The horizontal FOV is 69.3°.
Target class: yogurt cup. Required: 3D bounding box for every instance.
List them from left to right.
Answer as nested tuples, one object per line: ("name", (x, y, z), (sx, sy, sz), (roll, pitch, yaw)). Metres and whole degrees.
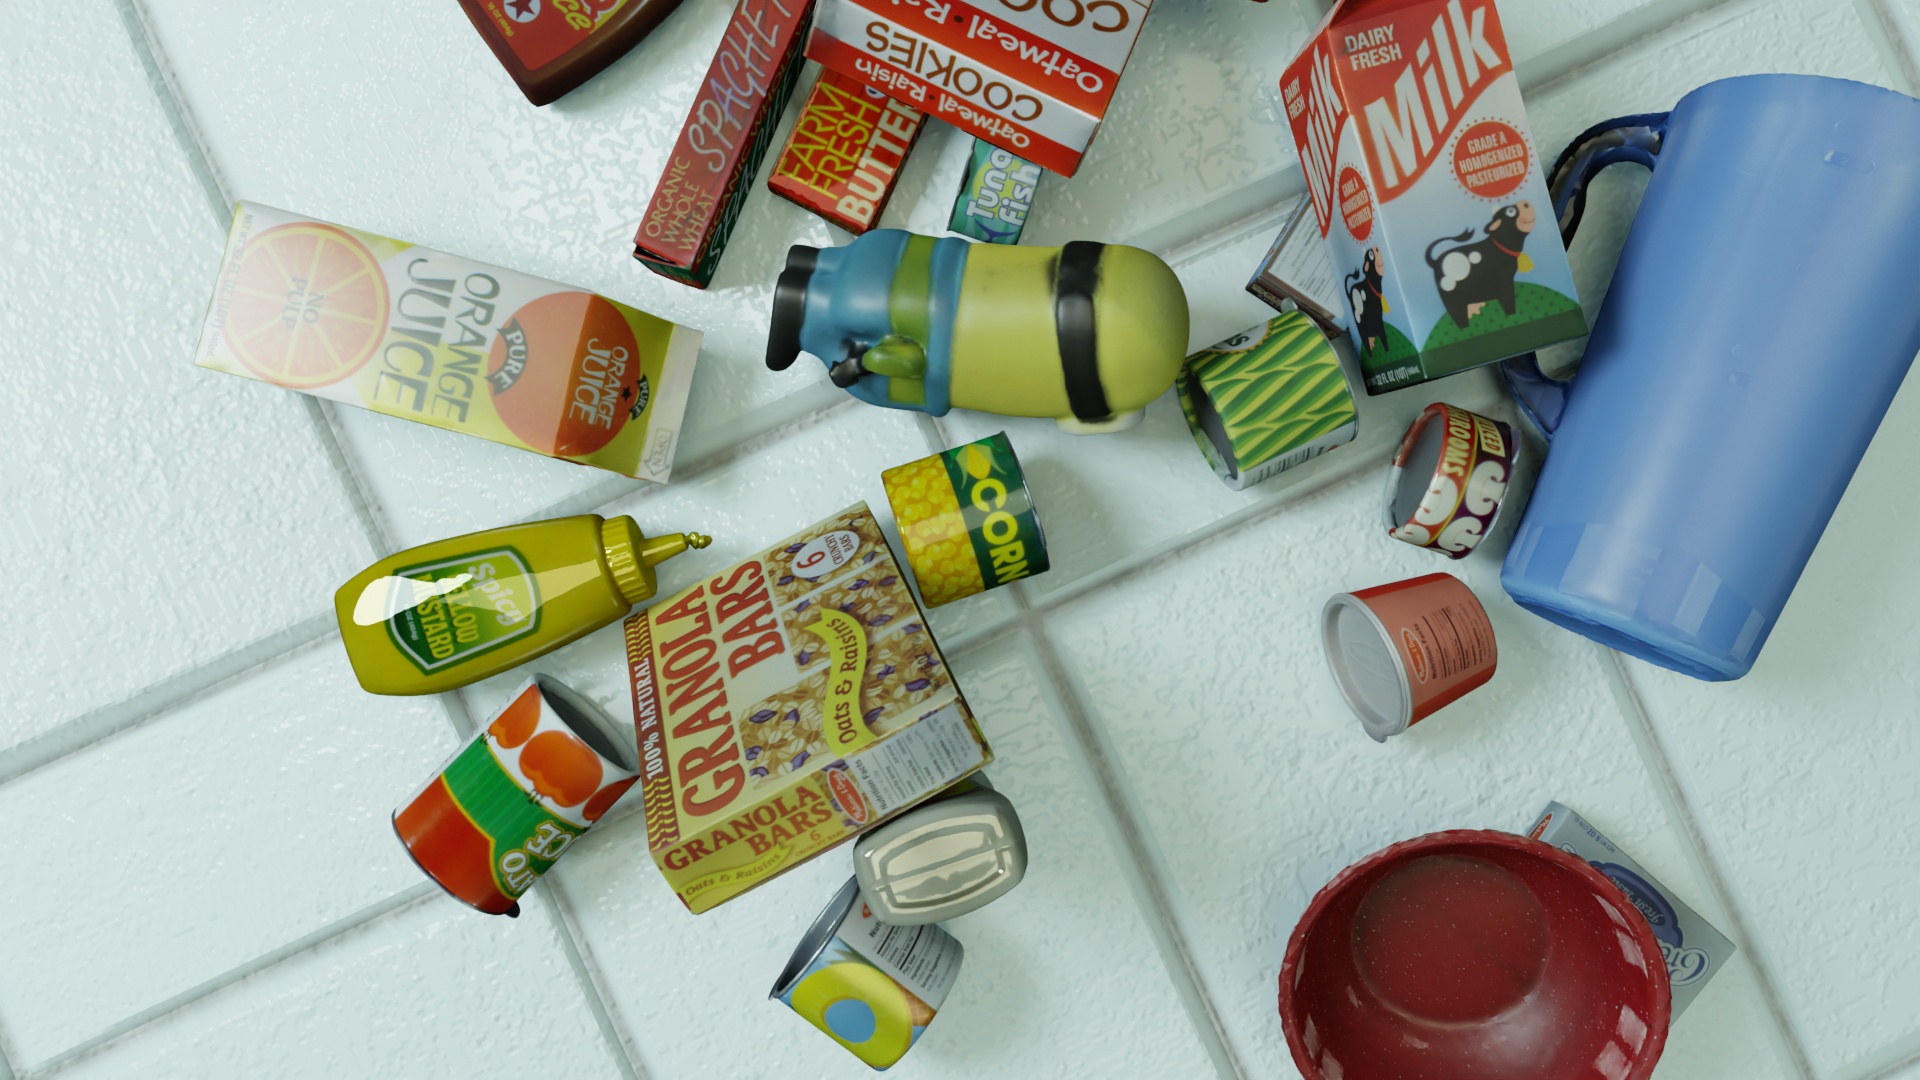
("yogurt cup", (0.204, 0.048, 0.629), (0.054, 0.072, 0.072), (-19, 91, -11))

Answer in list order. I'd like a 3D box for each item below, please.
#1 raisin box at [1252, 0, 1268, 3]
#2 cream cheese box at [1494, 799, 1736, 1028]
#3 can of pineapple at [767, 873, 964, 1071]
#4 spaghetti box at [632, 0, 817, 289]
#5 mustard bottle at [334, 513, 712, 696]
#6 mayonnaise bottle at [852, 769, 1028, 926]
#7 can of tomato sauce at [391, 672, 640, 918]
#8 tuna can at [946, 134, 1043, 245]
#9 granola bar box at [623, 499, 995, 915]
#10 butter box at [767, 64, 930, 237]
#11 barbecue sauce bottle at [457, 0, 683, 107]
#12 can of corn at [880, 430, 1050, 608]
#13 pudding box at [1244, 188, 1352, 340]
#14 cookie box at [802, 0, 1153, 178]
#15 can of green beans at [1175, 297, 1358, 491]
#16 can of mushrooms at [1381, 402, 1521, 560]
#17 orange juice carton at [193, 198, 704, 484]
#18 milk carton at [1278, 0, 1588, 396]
("raisin box", (0.079, -0.283, 0.585), (0.123, 0.040, 0.086), (9, 61, -13))
("cream cheese box", (0.304, 0.176, 0.652), (0.104, 0.024, 0.053), (39, 89, -2))
("can of pineapple", (-0.041, 0.190, 0.613), (0.058, 0.071, 0.071), (37, 88, -3))
("spaghetti box", (-0.082, -0.232, 0.621), (0.029, 0.050, 0.250), (23, 89, -2))
("mustard bottle", (-0.188, 0.020, 0.614), (0.160, 0.049, 0.065), (-18, 91, -3))
("mayonnaise bottle", (-0.011, 0.117, 0.573), (0.065, 0.148, 0.041), (-17, 92, -3))
("can of tomato sauce", (-0.190, 0.111, 0.604), (0.071, 0.071, 0.083), (45, 87, -2))
("tuna can", (0.018, -0.164, 0.616), (0.033, 0.071, 0.071), (17, 89, -3))
("granola bar box", (-0.069, 0.059, 0.565), (0.124, 0.166, 0.039), (-27, 121, -2))
("butter box", (-0.044, -0.195, 0.636), (0.053, 0.024, 0.103), (25, 88, -2))
("barbecue sauce bottle", (-0.148, -0.260, 0.621), (0.148, 0.043, 0.065), (-35, 90, -3))
("can of corn", (0.002, -0.008, 0.614), (0.058, 0.071, 0.071), (-18, 91, -2))
("pudding box", (0.176, -0.140, 0.645), (0.049, 0.030, 0.083), (33, 88, -1))
("cookie box", (0.022, -0.247, 0.598), (0.123, 0.040, 0.168), (24, 60, -3))
("can of green beans", (0.136, -0.063, 0.624), (0.058, 0.071, 0.071), (-24, 91, -2))
("can of mushrooms", (0.220, -0.029, 0.627), (0.033, 0.071, 0.071), (18, 89, -1))
("orange juice carton", (-0.213, -0.082, 0.601), (0.193, 0.073, 0.072), (14, 89, -3))
("milk carton", (0.193, -0.165, 0.594), (0.073, 0.072, 0.190), (-16, 90, -3))
